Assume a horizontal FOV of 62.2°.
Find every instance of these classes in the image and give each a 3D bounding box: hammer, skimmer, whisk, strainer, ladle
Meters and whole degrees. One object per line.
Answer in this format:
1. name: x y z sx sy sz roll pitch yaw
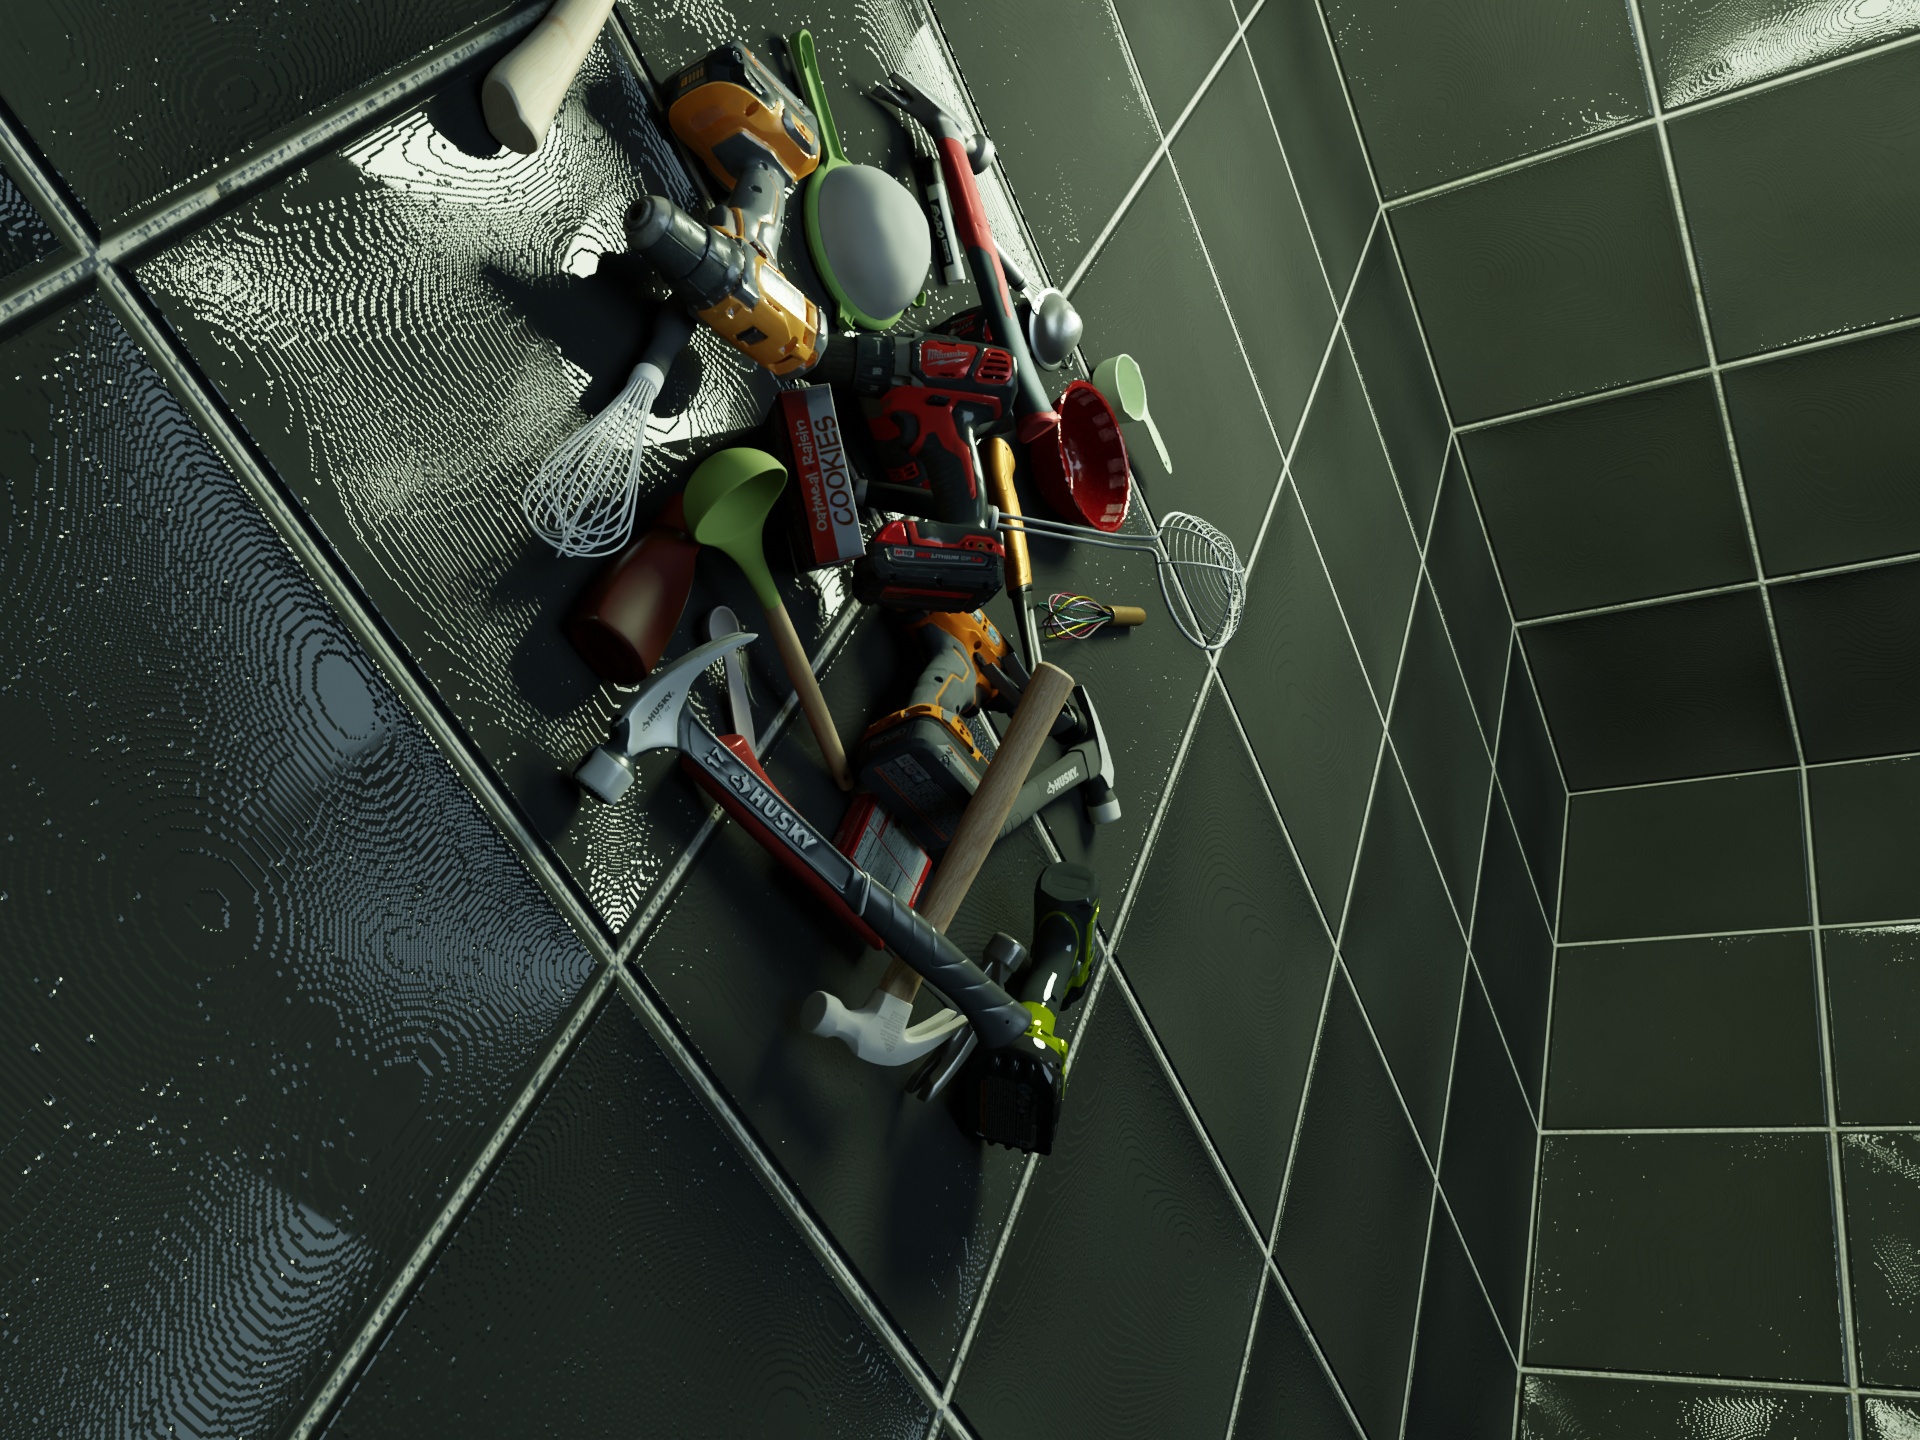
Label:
1. hammer: -0.250 -0.547 1.153 0.146 0.038 0.411 48 44 -44
2. skimmer: 0.081 -0.147 1.385 0.090 0.363 0.127 114 -16 -60
3. whisk: -0.224 -0.210 1.083 0.070 0.070 0.285 54 35 -36
4. hammer: 0.045 -0.139 1.431 0.127 0.034 0.337 40 31 -44
5. strainer: -0.082 -0.471 1.374 0.151 0.069 0.256 -39 117 -56
6. hammer: -0.080 0.106 1.120 0.408 0.036 0.149 46 71 -29
7. hammer: 0.003 0.108 1.215 0.130 0.031 0.331 34 79 -37
8. hammer: 0.061 0.070 1.490 0.335 0.035 0.146 -28 106 -58
9. hammer: 0.013 -0.414 1.421 0.143 0.038 0.387 20 47 -47
10. ladle: -0.123 -0.060 1.156 0.078 0.062 0.319 -35 132 -19
11. hammer: -0.088 0.140 1.198 0.149 0.037 0.358 -54 126 -17
12. strainer: 0.066 -0.447 1.645 0.258 0.050 0.087 39 64 -44
13. whisk: 0.142 -0.109 1.678 0.245 0.051 0.047 -6 108 -63

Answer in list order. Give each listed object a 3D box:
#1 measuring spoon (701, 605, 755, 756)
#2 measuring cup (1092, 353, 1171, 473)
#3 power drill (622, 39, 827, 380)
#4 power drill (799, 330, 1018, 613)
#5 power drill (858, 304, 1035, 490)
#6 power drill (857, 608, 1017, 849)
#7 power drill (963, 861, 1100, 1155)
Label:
1. measuring spoon: -0.170 -0.022 1.160 0.034 0.018 0.124 -30 114 -58
2. measuring cup: 0.198 -0.345 1.834 0.167 0.038 0.083 55 39 -38
3. power drill: -0.174 -0.384 1.165 0.185 0.084 0.226 29 51 -52
4. power drill: -0.047 -0.209 1.285 0.188 0.080 0.227 4 76 -14
5. power drill: -0.017 -0.299 1.432 0.220 0.078 0.143 -44 119 -51
6. power drill: -0.002 -0.004 1.331 0.164 0.084 0.227 48 33 -30
7. power drill: 0.071 0.257 1.389 0.223 0.080 0.171 -65 162 -46
